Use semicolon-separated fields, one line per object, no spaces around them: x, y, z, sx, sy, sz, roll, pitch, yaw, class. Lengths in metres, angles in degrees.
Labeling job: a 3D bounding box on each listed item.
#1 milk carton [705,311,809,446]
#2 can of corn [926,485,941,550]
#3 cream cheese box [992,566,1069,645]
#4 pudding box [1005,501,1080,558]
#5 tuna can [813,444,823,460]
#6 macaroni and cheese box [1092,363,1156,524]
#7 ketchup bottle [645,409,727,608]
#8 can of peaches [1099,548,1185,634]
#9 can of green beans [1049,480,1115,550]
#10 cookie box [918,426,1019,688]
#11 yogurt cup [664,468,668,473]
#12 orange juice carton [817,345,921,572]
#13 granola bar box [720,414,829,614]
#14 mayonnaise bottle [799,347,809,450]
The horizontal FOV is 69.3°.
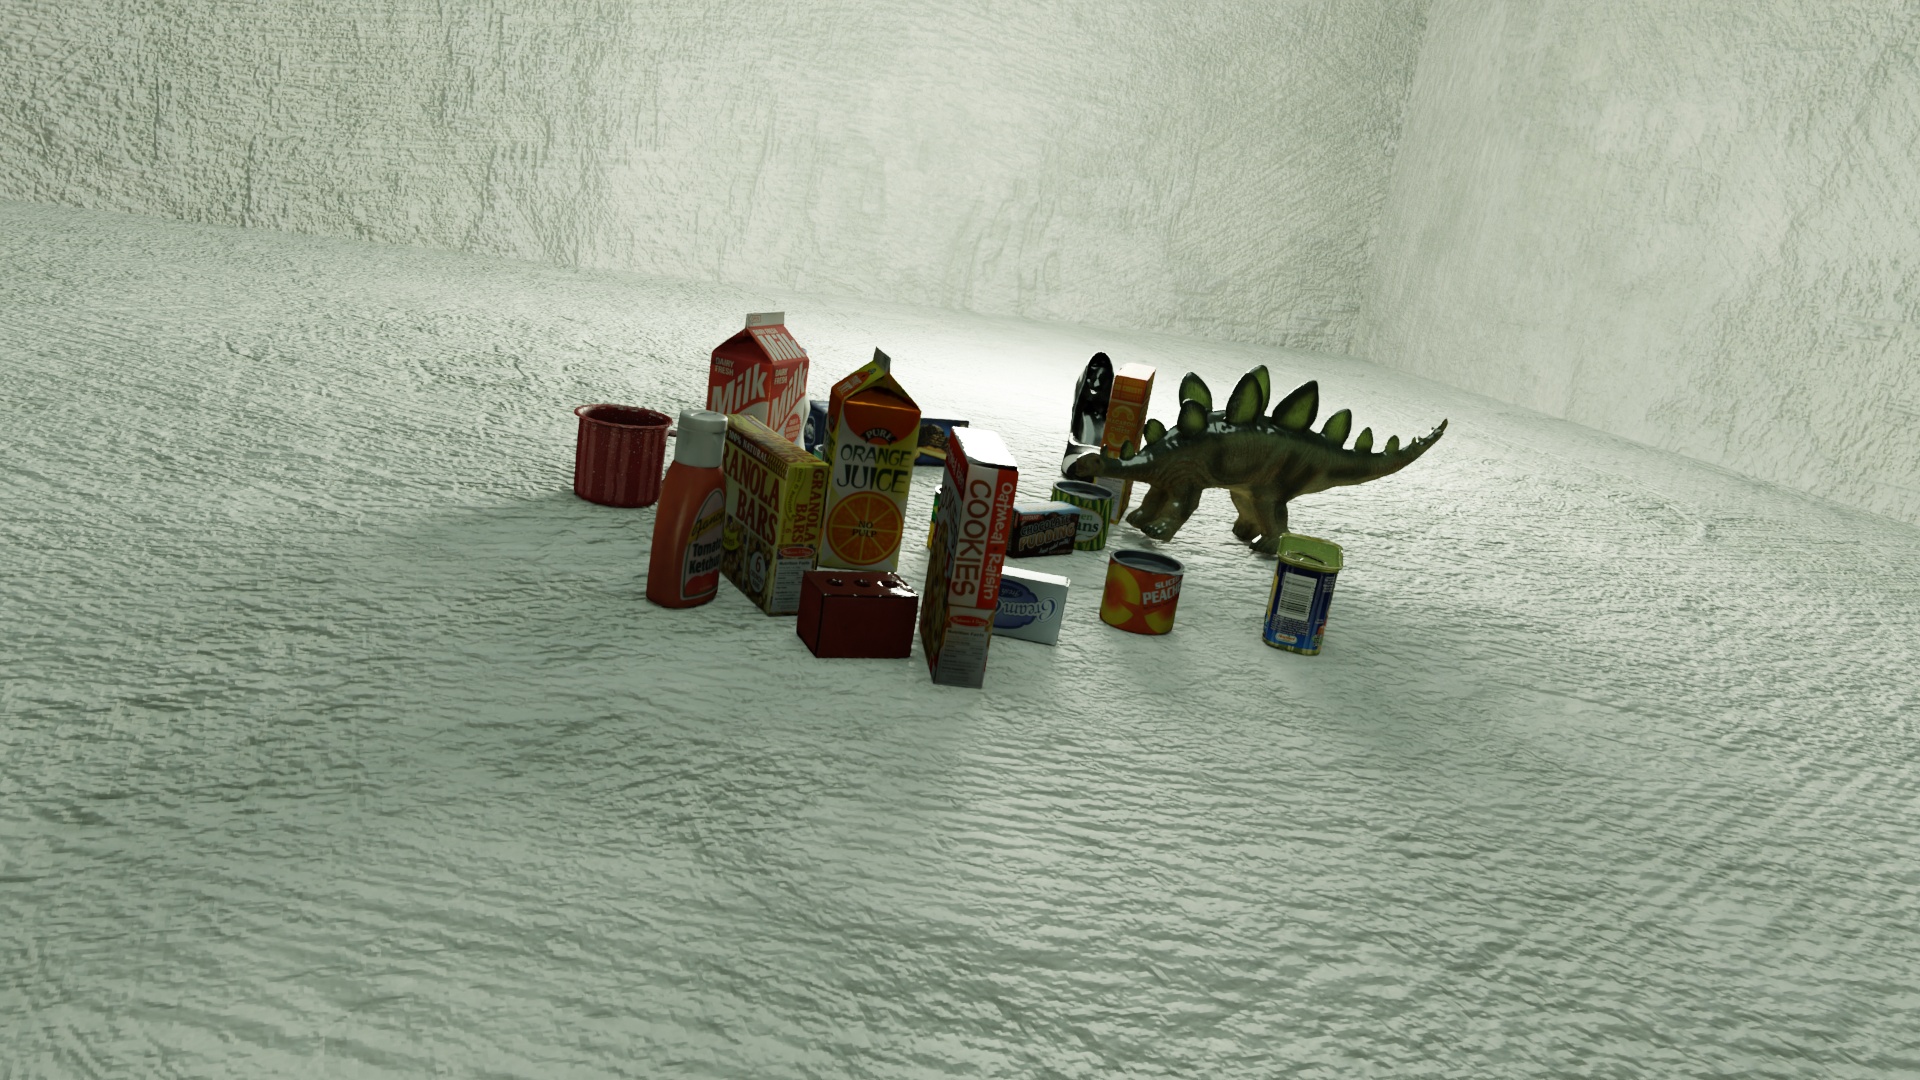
-0.203;-0.132;1.375;0.073;0.190;0.072;15;16;21;milk carton
0.005;-0.017;1.336;0.071;0.058;0.071;9;15;-2;can of corn
0.033;0.049;1.127;0.104;0.053;0.024;10;15;3;cream cheese box
0.077;-0.012;1.377;0.084;0.049;0.030;-4;20;-40;pudding box
-0.131;-0.083;1.540;0.071;0.032;0.071;9;15;-2;tuna can
0.184;-0.113;1.587;0.040;0.166;0.124;12;15;10;macaroni and cheese box
-0.207;-0.025;1.069;0.043;0.148;0.065;16;16;23;ketchup bottle
0.159;0.045;1.207;0.071;0.058;0.071;9;15;-2;can of peaches
0.123;-0.026;1.441;0.071;0.057;0.071;9;15;-2;can of green beans
0.005;0.009;1.038;0.040;0.167;0.123;7;15;-9;cookie box
-0.234;-0.035;1.265;0.072;0.053;0.072;9;15;-2;yogurt cup
-0.083;-0.075;1.238;0.073;0.192;0.072;6;15;-15;orange juice carton
-0.164;-0.025;1.138;0.039;0.123;0.166;0;18;-31;granola bar box
-0.188;-0.130;1.459;0.065;0.147;0.041;9;15;-1;mayonnaise bottle
